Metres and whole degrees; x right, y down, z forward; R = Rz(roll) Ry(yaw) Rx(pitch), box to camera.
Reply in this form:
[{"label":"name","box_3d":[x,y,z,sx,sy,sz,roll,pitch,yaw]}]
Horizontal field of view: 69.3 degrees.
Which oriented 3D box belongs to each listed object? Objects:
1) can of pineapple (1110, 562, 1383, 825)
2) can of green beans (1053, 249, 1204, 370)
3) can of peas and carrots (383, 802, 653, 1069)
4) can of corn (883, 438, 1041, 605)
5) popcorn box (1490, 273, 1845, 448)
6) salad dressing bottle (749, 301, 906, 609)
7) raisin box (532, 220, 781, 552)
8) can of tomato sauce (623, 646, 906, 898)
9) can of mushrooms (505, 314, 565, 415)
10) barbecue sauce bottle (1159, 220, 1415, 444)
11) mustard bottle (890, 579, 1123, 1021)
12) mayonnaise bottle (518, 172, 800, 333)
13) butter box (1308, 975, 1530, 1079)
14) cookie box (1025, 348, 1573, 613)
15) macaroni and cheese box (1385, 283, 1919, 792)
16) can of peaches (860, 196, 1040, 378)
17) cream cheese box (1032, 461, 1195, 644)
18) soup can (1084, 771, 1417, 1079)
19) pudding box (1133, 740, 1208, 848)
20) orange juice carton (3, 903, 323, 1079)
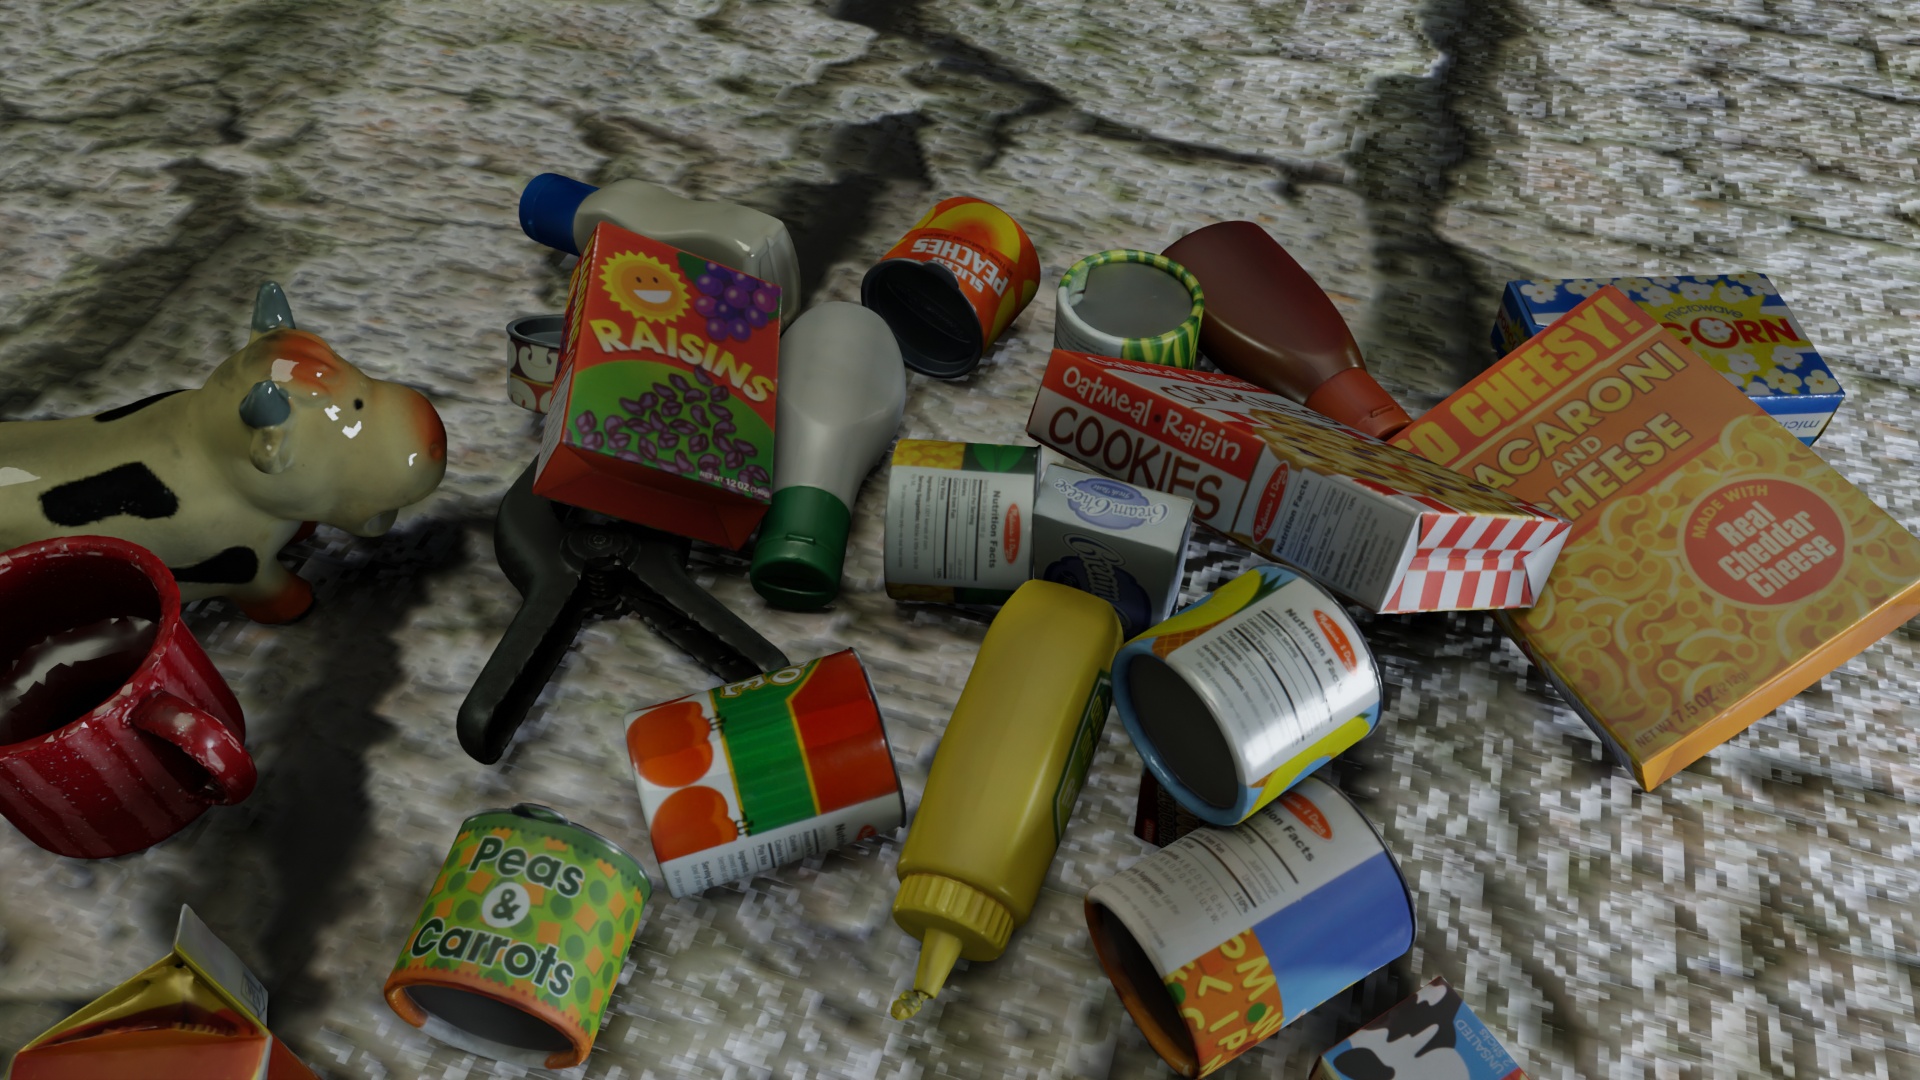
[{"label":"can of pineapple","box_3d":[0.090,0.049,0.446,0.058,0.070,0.071,-27,55,-22]},{"label":"can of green beans","box_3d":[0.075,-0.091,0.635,0.071,0.057,0.071,0,50,0]},{"label":"can of peas and carrots","box_3d":[-0.139,0.126,0.440,0.071,0.070,0.059,9,51,8]},{"label":"can of corn","box_3d":[0.002,-0.007,0.560,0.058,0.070,0.071,4,50,4]},{"label":"popcorn box","box_3d":[0.322,-0.082,0.641,0.127,0.038,0.085,-2,51,-2]},{"label":"salad dressing bottle","box_3d":[-0.060,-0.039,0.600,0.064,0.043,0.148,10,51,-4]},{"label":"raisin box","box_3d":[-0.120,-0.064,0.568,0.086,0.040,0.124,16,49,-24]},{"label":"can of tomato sauce","box_3d":[-0.069,0.078,0.484,0.083,0.070,0.071,-15,51,-12]},{"label":"can of mushrooms","box_3d":[-0.167,-0.078,0.622,0.071,0.033,0.071,6,19,-2]},{"label":"barbecue sauce bottle","box_3d":[0.152,-0.089,0.643,0.065,0.043,0.149,-21,53,-16]},{"label":"mustard bottle","box_3d":[0.013,0.091,0.479,0.049,0.065,0.161,14,57,16]},{"label":"mayonnaise bottle","box_3d":[-0.149,-0.145,0.680,0.148,0.064,0.041,22,54,22]},{"label":"butter box","box_3d":[0.159,0.190,0.417,0.053,0.024,0.104,-25,54,-19]},{"label":"cookie box","box_3d":[0.125,-0.024,0.530,0.123,0.040,0.168,1,23,-45]},{"label":"macaroni and cheese box","box_3d":[0.261,-0.006,0.543,0.123,0.040,0.167,-36,53,7]},{"label":"can of peaches","box_3d":[-0.003,-0.120,0.652,0.071,0.071,0.058,24,53,19]},{"label":"cream cheese box","box_3d":[0.055,0.013,0.515,0.053,0.103,0.024,16,63,13]},{"label":"soup can","box_3d":[0.092,0.124,0.446,0.084,0.071,0.071,-25,54,-16]},{"label":"pudding box","box_3d":[0.092,0.068,0.504,0.030,0.049,0.084,19,52,17]},{"label":"orange juice carton","box_3d":[-0.222,0.202,0.375,0.073,0.071,0.193,-3,50,-3]}]
